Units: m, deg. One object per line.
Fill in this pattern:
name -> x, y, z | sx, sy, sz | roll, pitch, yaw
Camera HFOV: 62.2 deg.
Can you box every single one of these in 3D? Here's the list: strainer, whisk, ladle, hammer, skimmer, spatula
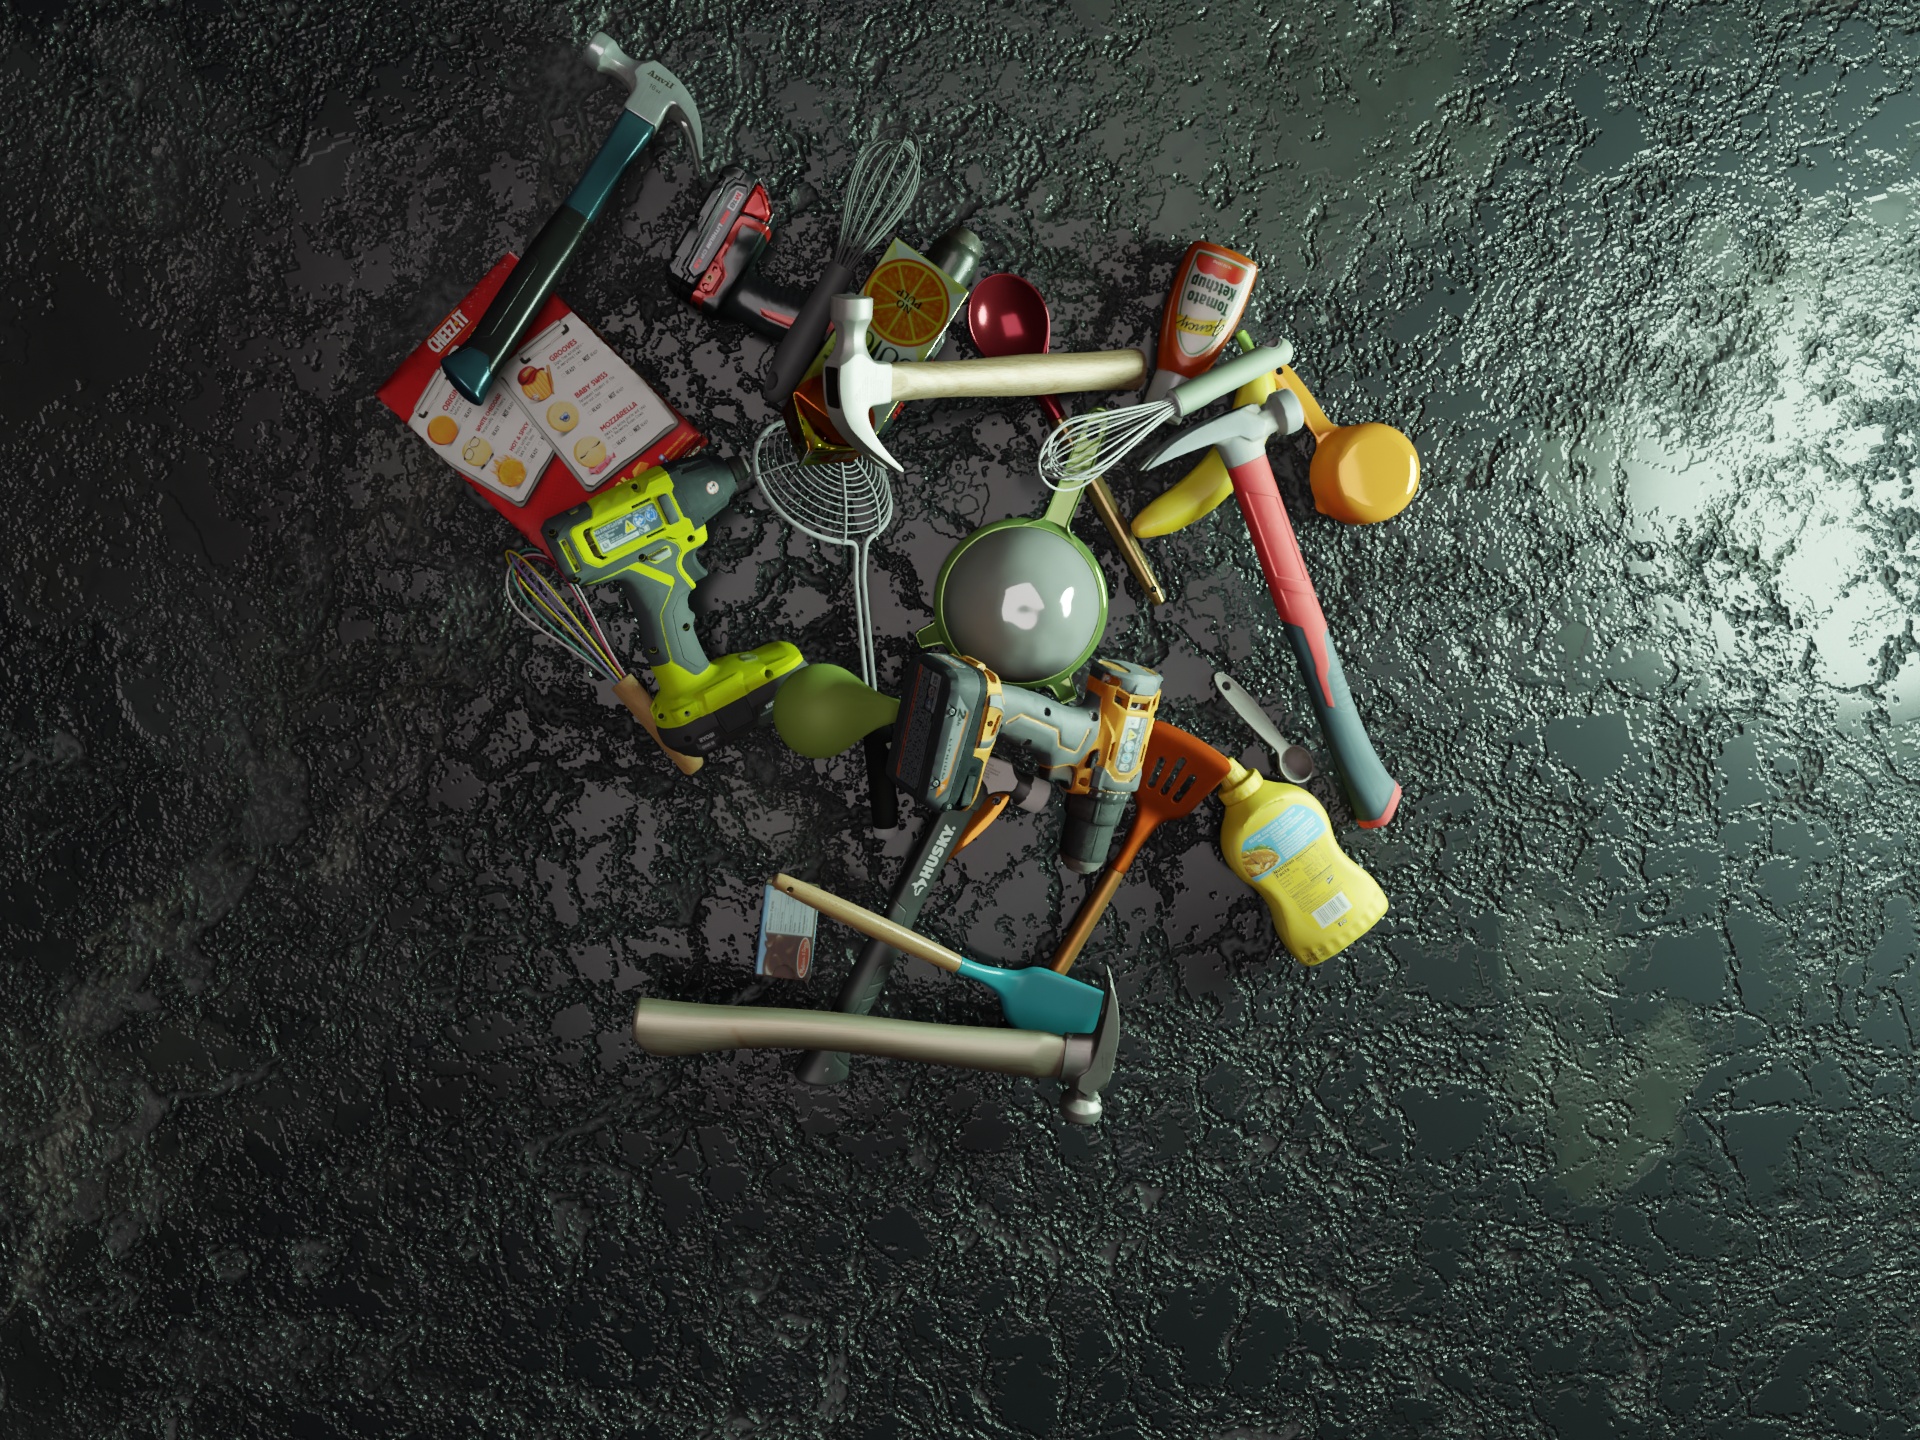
strainer -> 0.072, -0.143, 1.342 | 0.151, 0.069, 0.256 | 22, 101, -4
whisk -> -0.098, -0.361, 1.268 | 0.055, 0.055, 0.239 | 29, 99, -5
ladle -> -0.002, -0.004, 1.344 | 0.320, 0.062, 0.078 | 2, 83, -25
hammer -> 0.029, -0.271, 1.264 | 0.331, 0.031, 0.130 | -13, 115, -40
skimmer -> -0.101, -0.077, 1.363 | 0.127, 0.090, 0.363 | -21, 113, -41
hammer -> -0.070, 0.262, 1.354 | 0.410, 0.038, 0.146 | 6, 114, -6
whisk -> -0.305, -0.051, 1.364 | 0.047, 0.051, 0.245 | -32, 103, 36
hammer -> -0.317, -0.396, 1.278 | 0.128, 0.033, 0.331 | 30, 74, -9
hammer -> 0.281, -0.077, 1.364 | 0.143, 0.038, 0.386 | -24, 103, -5
whisk -> 0.171, -0.258, 1.319 | 0.246, 0.058, 0.059 | -28, 124, -10
spatula -> 0.125, 0.153, 1.400 | 0.081, 0.041, 0.322 | 31, 95, 7
spatula -> -0.021, 0.203, 1.362 | 0.317, 0.044, 0.082 | 28, 102, -21
ladle -> 0.098, -0.238, 1.369 | 0.069, 0.031, 0.315 | -29, 98, 3
hammer -> -0.059, 0.171, 1.383 | 0.146, 0.035, 0.335 | 25, 98, -21

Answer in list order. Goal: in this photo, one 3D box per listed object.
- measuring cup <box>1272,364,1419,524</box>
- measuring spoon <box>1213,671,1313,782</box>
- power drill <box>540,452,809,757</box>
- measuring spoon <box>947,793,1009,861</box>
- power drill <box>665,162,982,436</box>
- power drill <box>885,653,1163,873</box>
measuring cup -> 0.324, -0.245, 1.366 | 0.095, 0.052, 0.173 | -40, 98, 1
measuring spoon -> 0.264, 0.006, 1.408 | 0.034, 0.018, 0.124 | -41, 90, -24
power drill -> -0.217, -0.098, 1.306 | 0.171, 0.080, 0.223 | -28, 113, -12
measuring spoon -> 0.000, 0.101, 1.406 | 0.117, 0.011, 0.021 | -45, 110, -1
power drill -> -0.109, -0.370, 1.323 | 0.226, 0.080, 0.188 | 32, 93, -8
power drill -> 0.055, 0.036, 1.313 | 0.226, 0.084, 0.185 | 4, 106, -33
